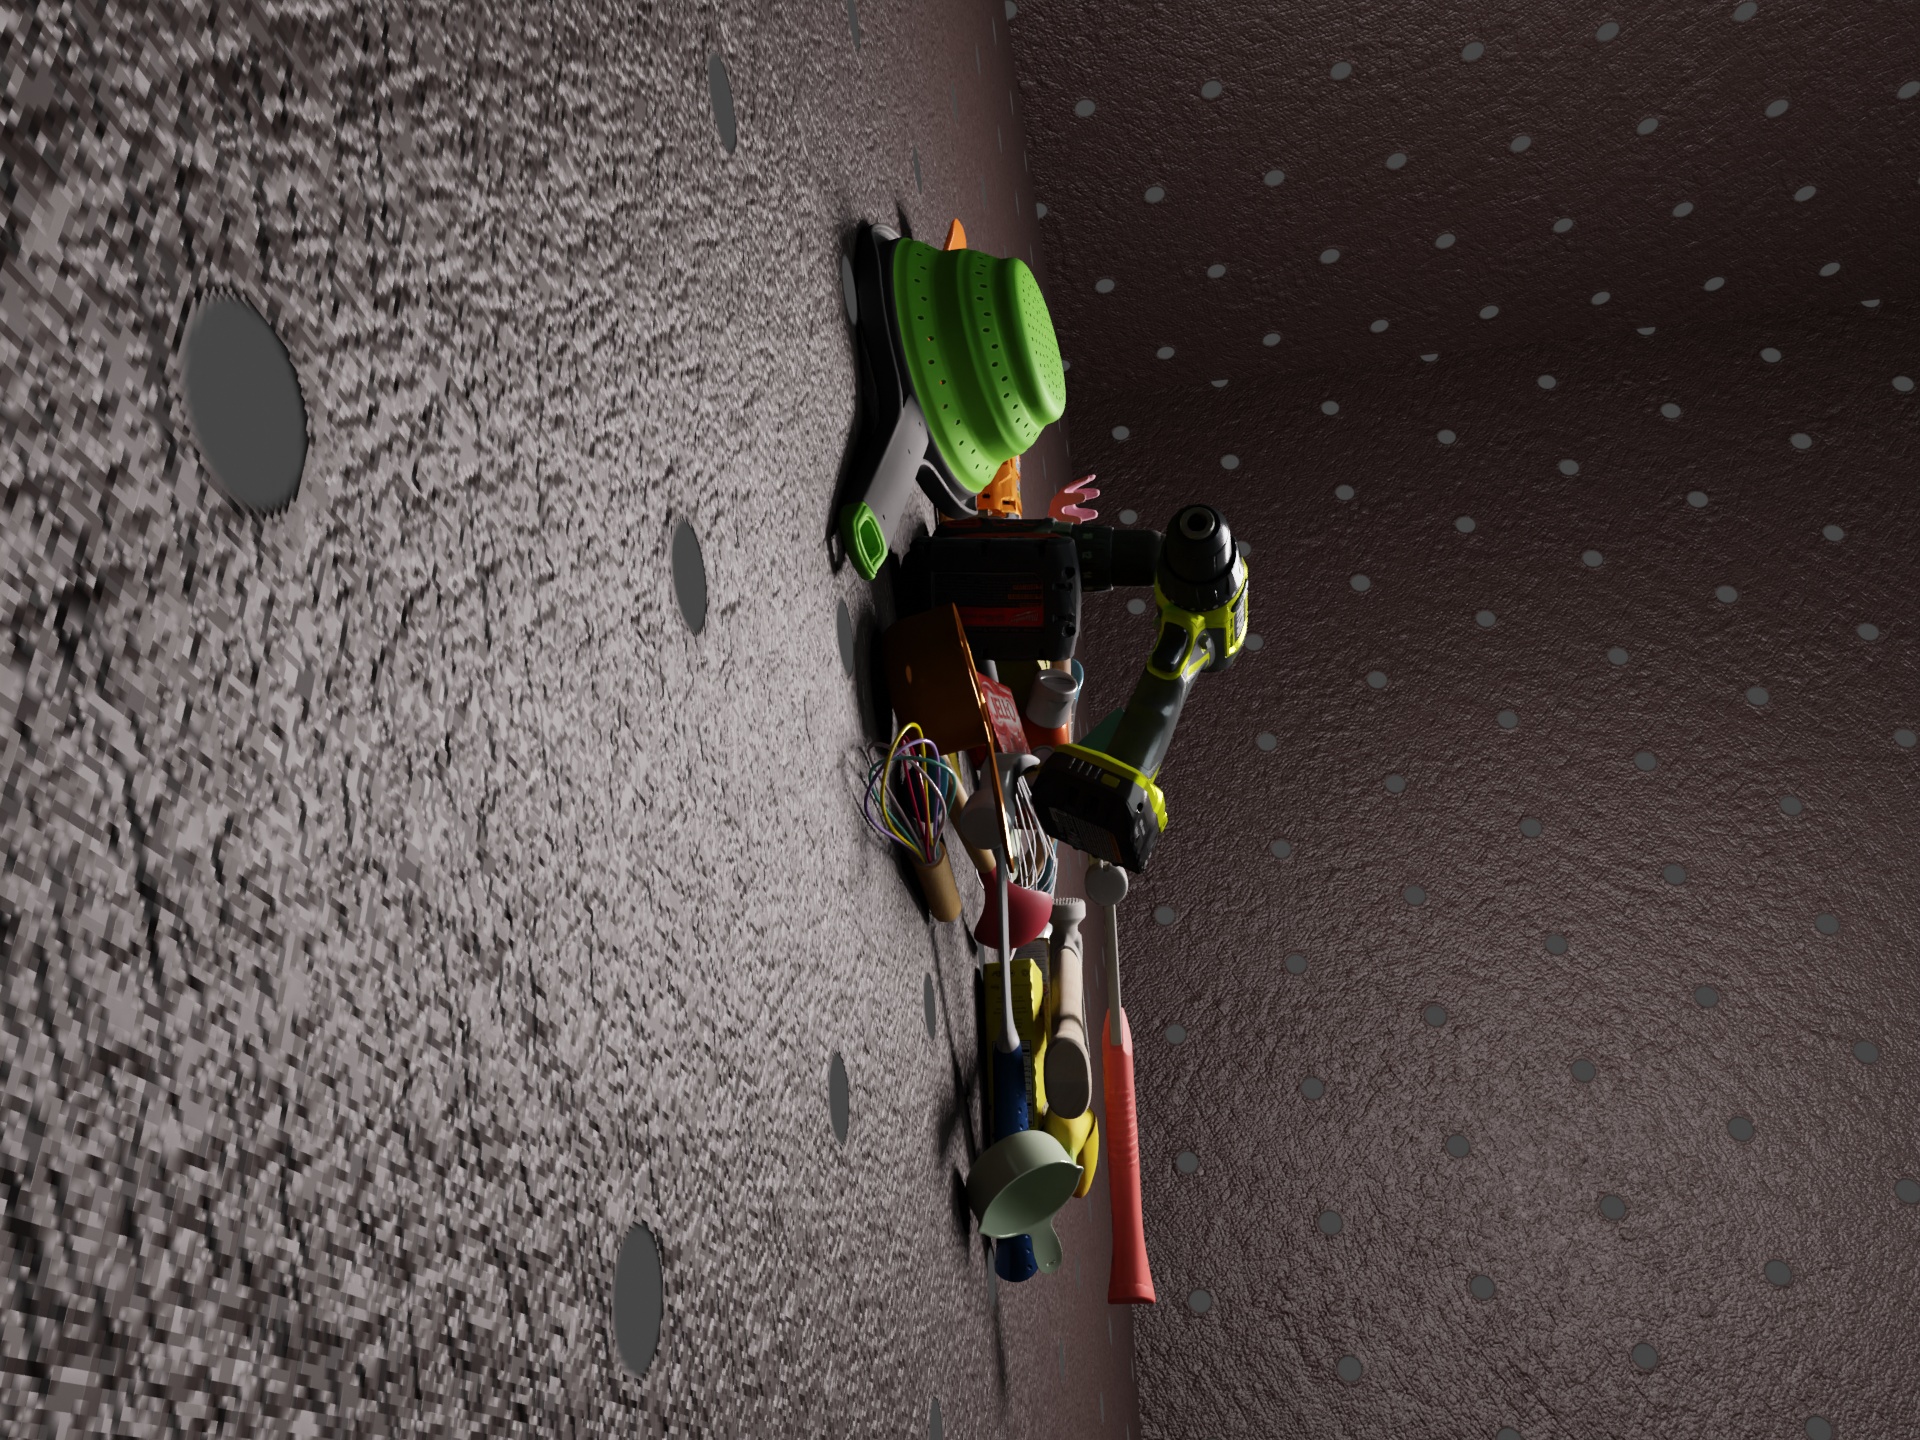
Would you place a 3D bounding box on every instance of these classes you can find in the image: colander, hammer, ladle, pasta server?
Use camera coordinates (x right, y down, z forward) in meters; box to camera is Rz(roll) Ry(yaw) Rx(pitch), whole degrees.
[{"bbox_3d":[0.002,-0.200,1.001,0.397,0.094,0.204,-77,149,-56],"label":"colander"},{"bbox_3d":[0.084,0.244,1.246,0.410,0.038,0.146,-41,127,-85],"label":"hammer"},{"bbox_3d":[0.122,0.272,1.227,0.149,0.036,0.359,-43,129,-82],"label":"hammer"},{"bbox_3d":[0.035,0.213,1.117,0.144,0.035,0.405,-66,155,-66],"label":"hammer"},{"bbox_3d":[0.013,0.090,1.157,0.031,0.069,0.315,59,-5,39],"label":"ladle"},{"bbox_3d":[0.097,-0.059,1.414,0.060,0.040,0.316,-35,126,-68],"label":"pasta server"},{"bbox_3d":[0.090,0.090,1.564,0.128,0.033,0.330,-86,180,-57],"label":"hammer"}]

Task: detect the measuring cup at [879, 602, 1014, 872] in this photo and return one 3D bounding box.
[{"bbox_3d":[-0.008,0.015,0.934,0.095,0.052,0.174,68,9,-63],"label":"measuring cup"}]

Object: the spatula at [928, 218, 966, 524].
[{"bbox_3d":[-0.006,-0.234,1.277,0.081,0.041,0.322,5,80,-83],"label":"spatula"}]

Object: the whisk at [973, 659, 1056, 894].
[{"bbox_3d":[0.029,0.021,1.317,0.070,0.070,0.285,52,28,-76],"label":"whisk"}]

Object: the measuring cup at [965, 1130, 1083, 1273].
[{"bbox_3d":[0.047,0.341,1.114,0.038,0.083,0.167,52,-15,39],"label":"measuring cup"}]

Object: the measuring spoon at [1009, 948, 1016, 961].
[{"bbox_3d":[0.047,0.197,1.473,0.124,0.018,0.034,-59,165,-67],"label":"measuring spoon"}]

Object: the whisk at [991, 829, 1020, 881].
[{"bbox_3d":[0.046,0.053,1.472,0.059,0.058,0.247,39,36,-28],"label":"whisk"}]

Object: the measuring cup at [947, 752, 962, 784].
[{"bbox_3d":[-0.002,-0.004,1.169,0.156,0.029,0.062,77,11,-45],"label":"measuring cup"}]

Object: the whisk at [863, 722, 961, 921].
[{"bbox_3d":[-0.019,0.068,0.942,0.244,0.051,0.047,77,5,-63],"label":"whisk"}]

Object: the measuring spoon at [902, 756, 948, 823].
[{"bbox_3d":[-0.030,0.009,1.005,0.042,0.021,0.129,121,-30,-41],"label":"measuring spoon"}]

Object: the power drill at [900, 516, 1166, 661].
[{"bbox_3d":[0.058,-0.103,1.122,0.227,0.188,0.080,-56,146,-73],"label":"power drill"}]

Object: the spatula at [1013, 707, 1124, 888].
[{"bbox_3d":[0.084,0.099,1.356,0.317,0.044,0.082,110,-24,-59],"label":"spatula"}]

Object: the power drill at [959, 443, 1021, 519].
[{"bbox_3d":[0.040,-0.180,1.443,0.226,0.084,0.164,64,21,-58],"label":"power drill"}]

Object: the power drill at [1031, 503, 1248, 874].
[{"bbox_3d":[0.133,-0.025,1.089,0.228,0.080,0.190,-63,162,-14],"label":"power drill"}]
